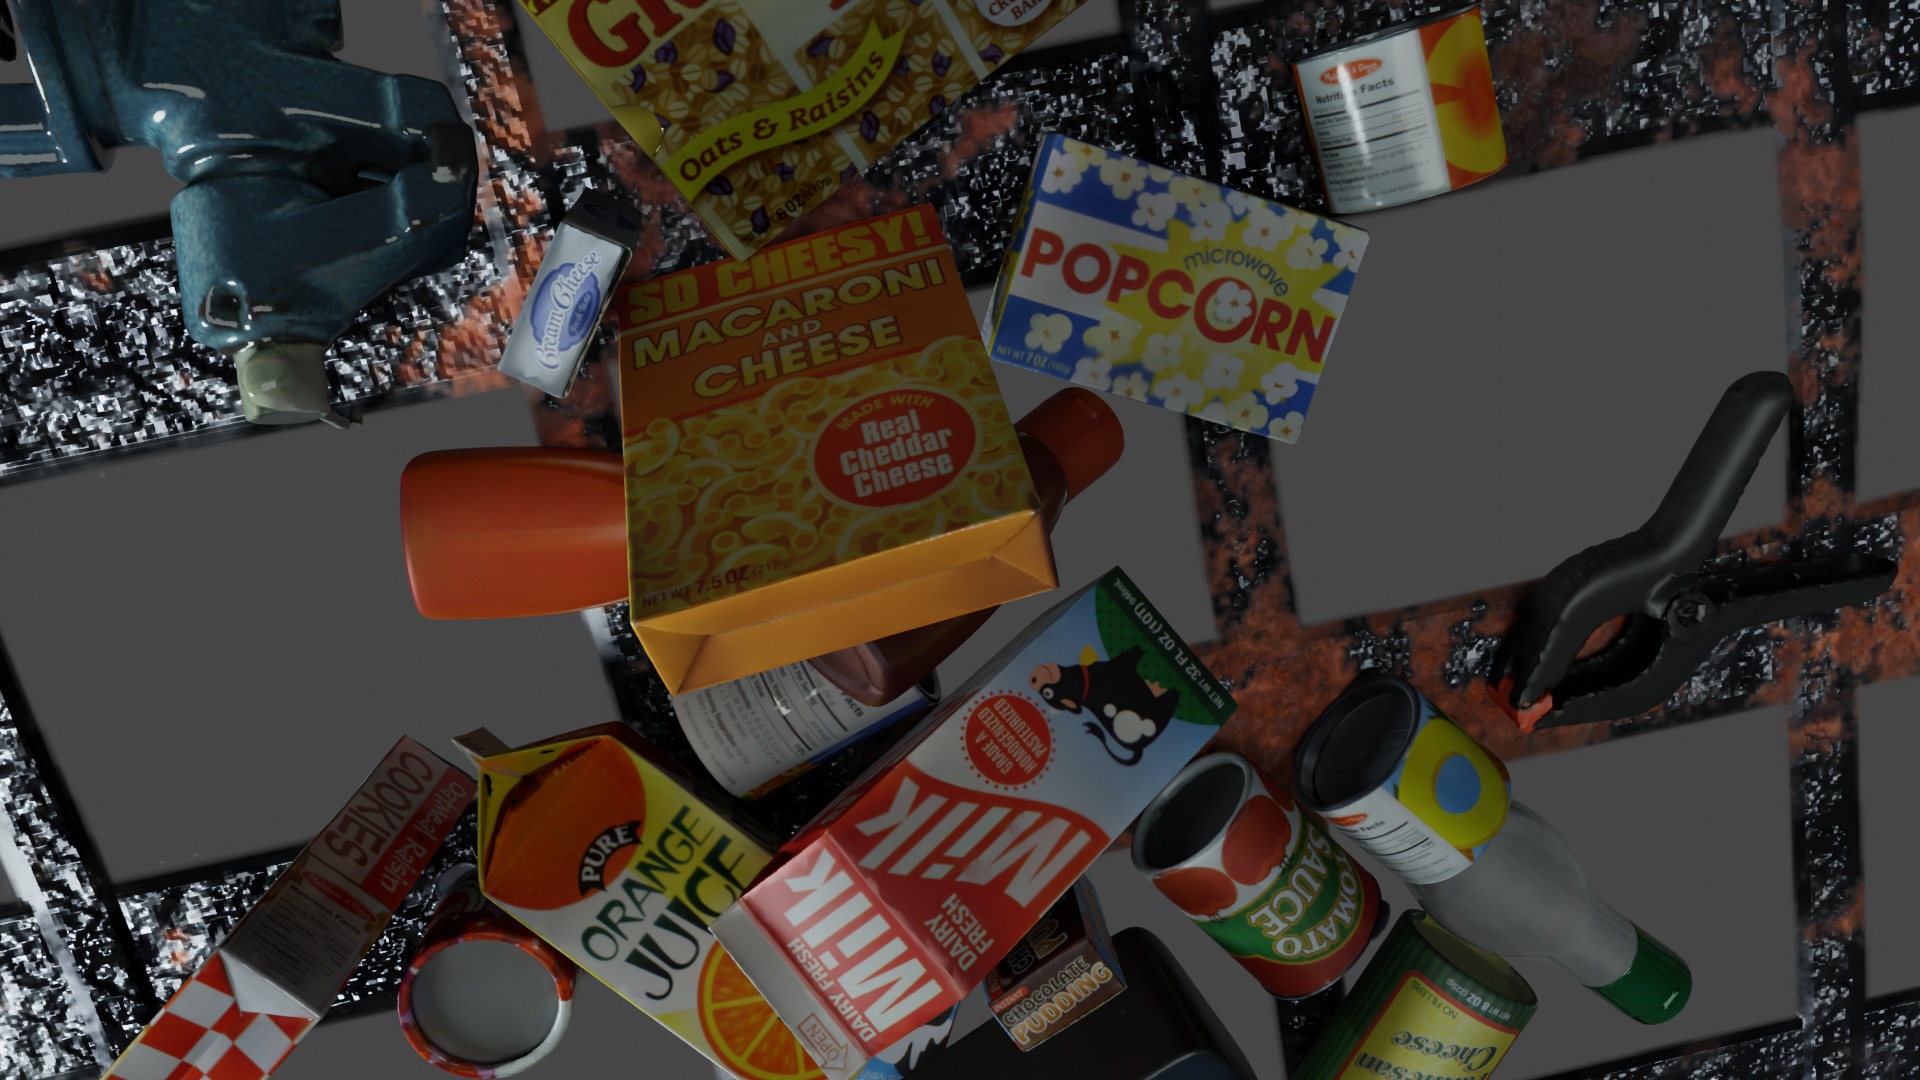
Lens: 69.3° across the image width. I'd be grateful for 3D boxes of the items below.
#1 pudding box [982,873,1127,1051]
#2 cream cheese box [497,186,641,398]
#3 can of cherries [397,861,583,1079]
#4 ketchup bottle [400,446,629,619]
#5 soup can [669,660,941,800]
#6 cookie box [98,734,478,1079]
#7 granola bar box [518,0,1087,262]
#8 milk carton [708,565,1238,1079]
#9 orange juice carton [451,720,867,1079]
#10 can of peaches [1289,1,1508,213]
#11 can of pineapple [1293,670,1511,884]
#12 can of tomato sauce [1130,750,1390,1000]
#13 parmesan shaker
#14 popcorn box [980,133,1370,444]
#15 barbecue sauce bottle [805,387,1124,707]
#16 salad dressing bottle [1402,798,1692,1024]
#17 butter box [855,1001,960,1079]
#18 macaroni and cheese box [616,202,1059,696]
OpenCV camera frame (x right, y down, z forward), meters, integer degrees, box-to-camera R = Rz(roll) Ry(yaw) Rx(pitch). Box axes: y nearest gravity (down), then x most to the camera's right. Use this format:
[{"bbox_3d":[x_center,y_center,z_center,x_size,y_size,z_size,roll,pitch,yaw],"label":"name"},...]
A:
[{"bbox_3d":[0.033,0.164,0.566,0.049,0.084,0.030,-35,103,5],"label":"pudding box"},{"bbox_3d":[-0.131,-0.087,0.472,0.024,0.104,0.053,24,103,-18],"label":"cream cheese box"},{"bbox_3d":[-0.187,0.170,0.558,0.071,0.058,0.071,-2,106,-6],"label":"can of cherries"},{"bbox_3d":[-0.129,-0.005,0.525,0.149,0.043,0.064,-2,106,-5],"label":"ketchup bottle"},{"bbox_3d":[-0.059,0.051,0.536,0.084,0.071,0.071,-29,106,7],"label":"soup can"},{"bbox_3d":[-0.244,0.153,0.492,0.040,0.168,0.123,41,98,-11],"label":"cookie box"},{"bbox_3d":[-0.049,-0.191,0.462,0.165,0.039,0.124,-36,130,5],"label":"granola bar box"},{"bbox_3d":[0.004,0.099,0.500,0.191,0.073,0.072,-39,89,-27],"label":"milk carton"},{"bbox_3d":[-0.112,0.132,0.534,0.192,0.071,0.073,39,81,-6],"label":"orange juice carton"},{"bbox_3d":[0.160,-0.156,0.504,0.071,0.071,0.058,-18,106,0],"label":"can of peaches"},{"bbox_3d":[0.183,0.097,0.573,0.058,0.071,0.071,38,98,-15],"label":"can of pineapple"},{"bbox_3d":[0.123,0.137,0.575,0.071,0.071,0.083,-45,104,7],"label":"can of tomato sauce"},{"bbox_3d":[0.193,0.221,0.607,0.071,0.071,0.103,27,101,-12],"label":"parmesan shaker"},{"bbox_3d":[0.079,-0.095,0.525,0.127,0.038,0.085,15,103,-10],"label":"popcorn box"},{"bbox_3d":[0.002,-0.006,0.499,0.065,0.043,0.149,40,55,16],"label":"barbecue sauce bottle"},{"bbox_3d":[0.257,0.163,0.610,0.147,0.044,0.064,35,92,-15],"label":"salad dressing bottle"},{"bbox_3d":[-0.055,0.203,0.598,0.103,0.024,0.053,15,104,-9],"label":"butter box"},{"bbox_3d":[-0.049,-0.038,0.464,0.124,0.167,0.040,-15,136,-1],"label":"macaroni and cheese box"}]
